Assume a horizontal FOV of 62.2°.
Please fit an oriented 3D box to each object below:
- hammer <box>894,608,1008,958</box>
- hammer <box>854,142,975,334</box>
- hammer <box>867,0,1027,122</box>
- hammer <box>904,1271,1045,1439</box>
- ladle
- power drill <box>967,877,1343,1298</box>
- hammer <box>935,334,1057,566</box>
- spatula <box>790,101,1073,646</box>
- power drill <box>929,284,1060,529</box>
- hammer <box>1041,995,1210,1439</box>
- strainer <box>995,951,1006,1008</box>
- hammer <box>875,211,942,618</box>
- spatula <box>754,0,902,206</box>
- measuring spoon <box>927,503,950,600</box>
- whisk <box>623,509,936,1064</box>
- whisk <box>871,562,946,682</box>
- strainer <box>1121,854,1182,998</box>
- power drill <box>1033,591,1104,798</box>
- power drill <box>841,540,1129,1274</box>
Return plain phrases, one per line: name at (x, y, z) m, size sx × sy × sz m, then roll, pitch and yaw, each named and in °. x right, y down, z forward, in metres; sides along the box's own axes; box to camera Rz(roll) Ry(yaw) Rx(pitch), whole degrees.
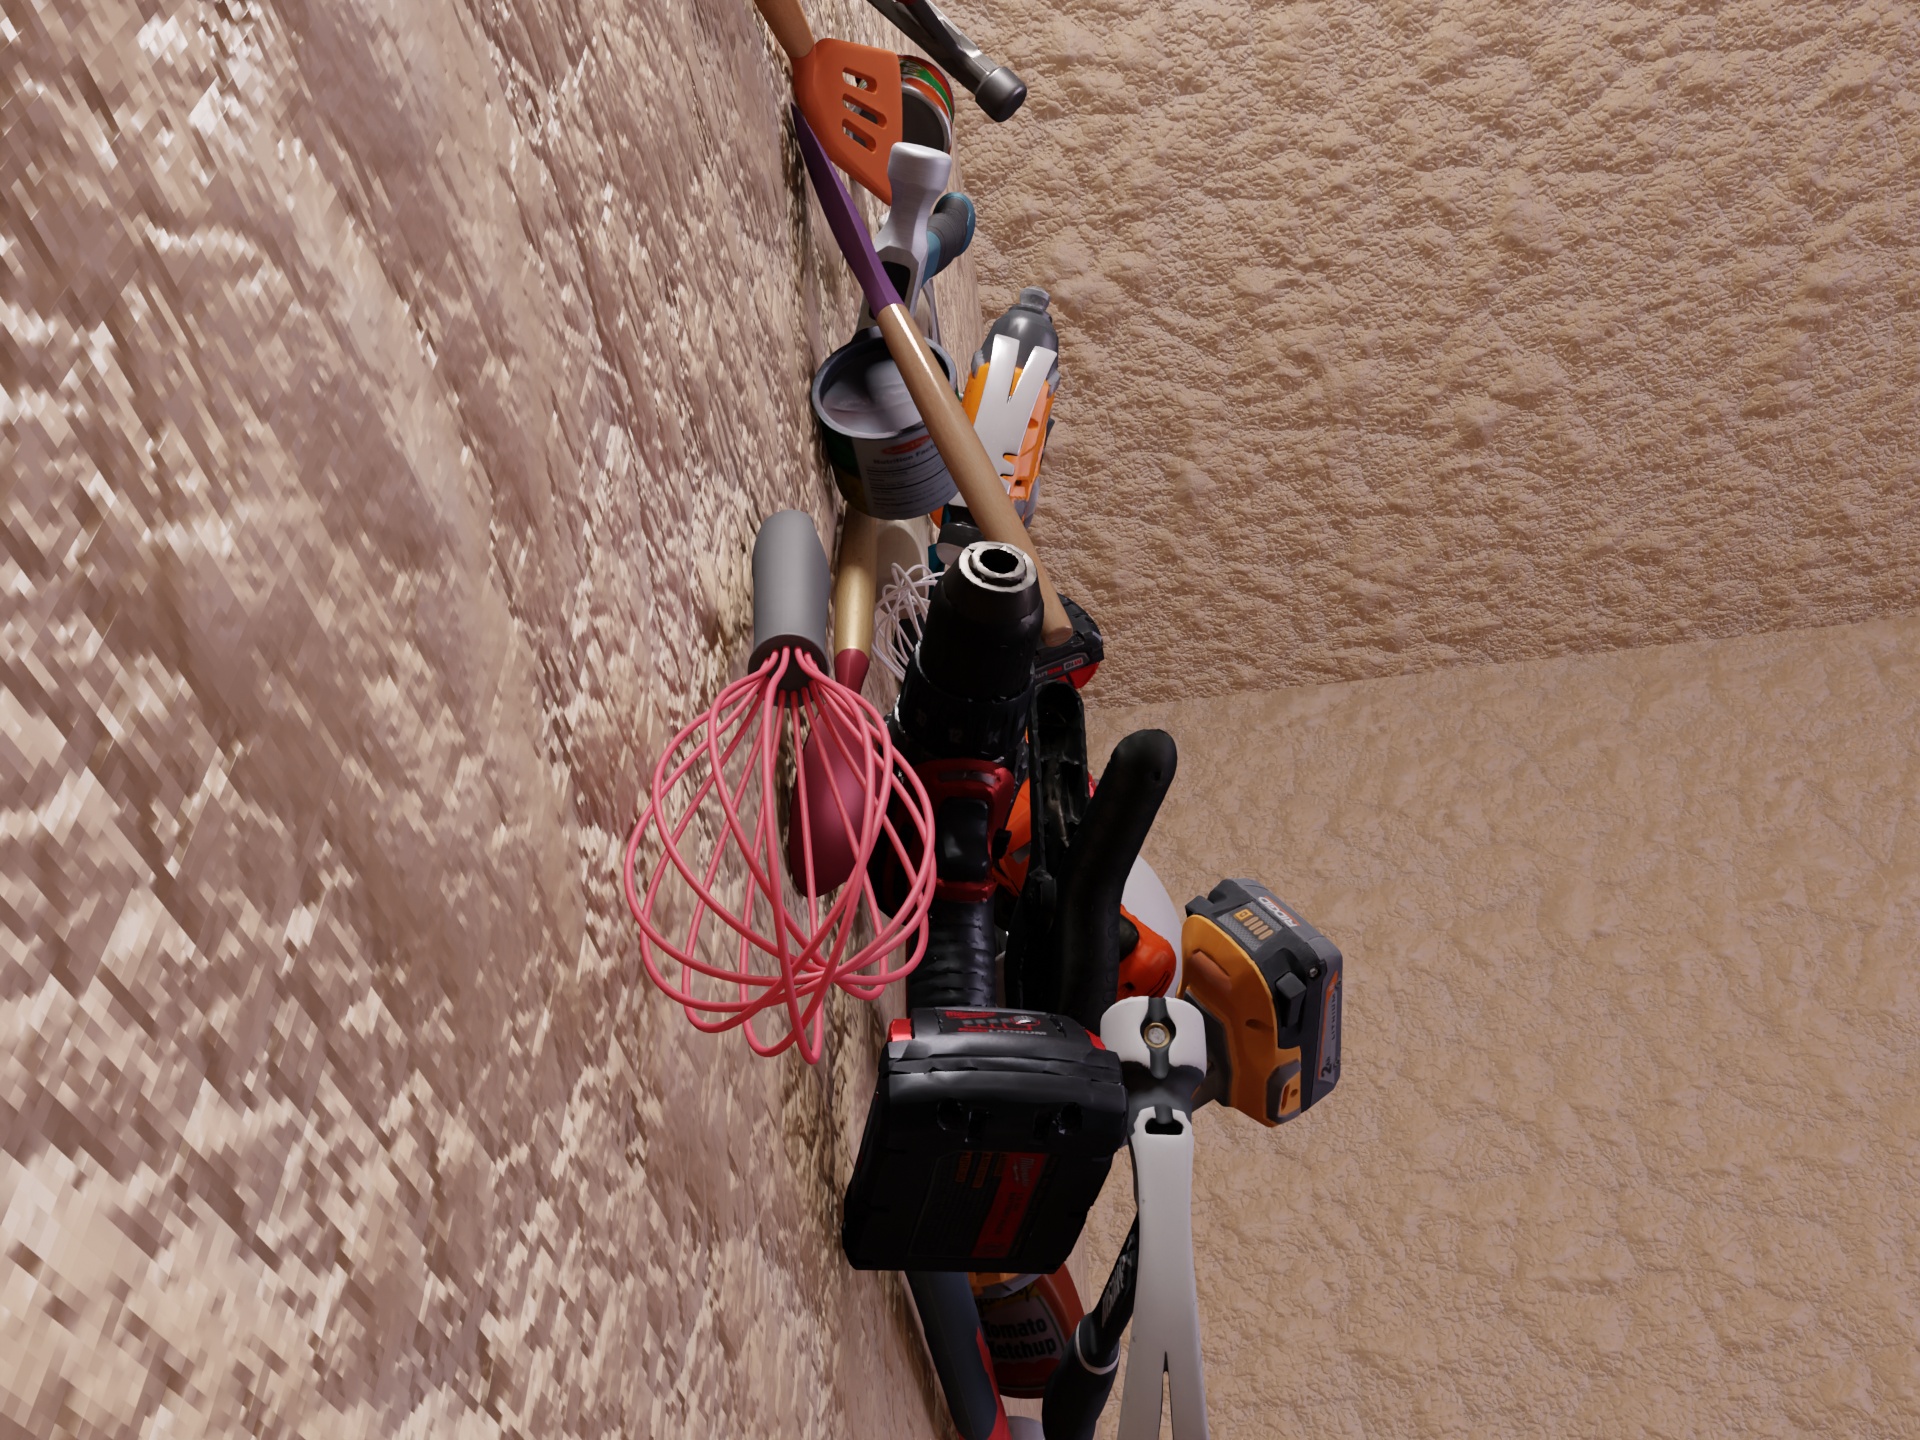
hammer at (-0.001, 0.067, 1.029) m, size 0.146 × 0.035 × 0.334 m, roll -90°, pitch 172°, yaw -49°
hammer at (-0.019, -0.271, 0.917) m, size 0.331 × 0.033 × 0.128 m, roll -77°, pitch -178°, yaw -67°
hammer at (-0.049, -0.444, 0.923) m, size 0.149 × 0.036 × 0.359 m, roll 44°, pitch 14°, yaw 3°
hammer at (0.006, 0.323, 0.725) m, size 0.143 × 0.038 × 0.385 m, roll -90°, pitch 172°, yaw -46°
ladle at (-0.046, -0.035, 0.672) m, size 0.316 × 0.031 × 0.069 m, roll -92°, pitch 180°, yaw -58°
power drill at (0.074, 0.160, 0.764) m, size 0.084 × 0.226 × 0.185 m, roll 42°, pitch -30°, yaw 46°
hammer at (0.009, -0.107, 0.973) m, size 0.336 × 0.034 × 0.127 m, roll 106°, pitch 1°, yaw -77°
spatula at (-0.021, -0.159, 0.687) m, size 0.059 × 0.018 × 0.316 m, roll 74°, pitch -8°, yaw -62°
power drill at (0.030, -0.217, 1.174) m, size 0.226 × 0.084 × 0.164 m, roll 149°, pitch -44°, yaw -88°
hammer at (0.062, 0.265, 0.673) m, size 0.408 × 0.036 × 0.149 m, roll 92°, pitch 0°, yaw -57°
strainer at (0.043, 0.161, 0.986) m, size 0.069 × 0.151 × 0.256 m, roll 43°, pitch 13°, yaw -5°
hammer at (-0.031, -0.183, 1.007) m, size 0.411 × 0.038 × 0.146 m, roll -90°, pitch 173°, yaw -53°
spatula at (-0.067, -0.308, 0.698) m, size 0.322 × 0.041 × 0.081 m, roll -27°, pitch 119°, yaw -84°
measuring spoon at (-0.019, -0.116, 1.030) m, size 0.128 × 0.021 × 0.042 m, roll 100°, pitch 4°, yaw -69°
whisk at (-0.048, -0.005, 0.439) m, size 0.296 × 0.073 × 0.073 m, roll -102°, pitch -177°, yaw -65°
whisk at (-0.001, -0.003, 0.877) m, size 0.059 × 0.058 × 0.246 m, roll 57°, pitch -6°, yaw 35°
strainer at (0.080, 0.097, 1.178) m, size 0.211 × 0.095 × 0.340 m, roll 13°, pitch -49°, yaw 61°
power drill at (0.066, 0.018, 1.246) m, size 0.079 × 0.143 × 0.219 m, roll -126°, pitch -160°, yaw -54°
power drill at (0.003, 0.064, 0.585) m, size 0.227 × 0.080 × 0.187 m, roll -95°, pitch -166°, yaw -45°
